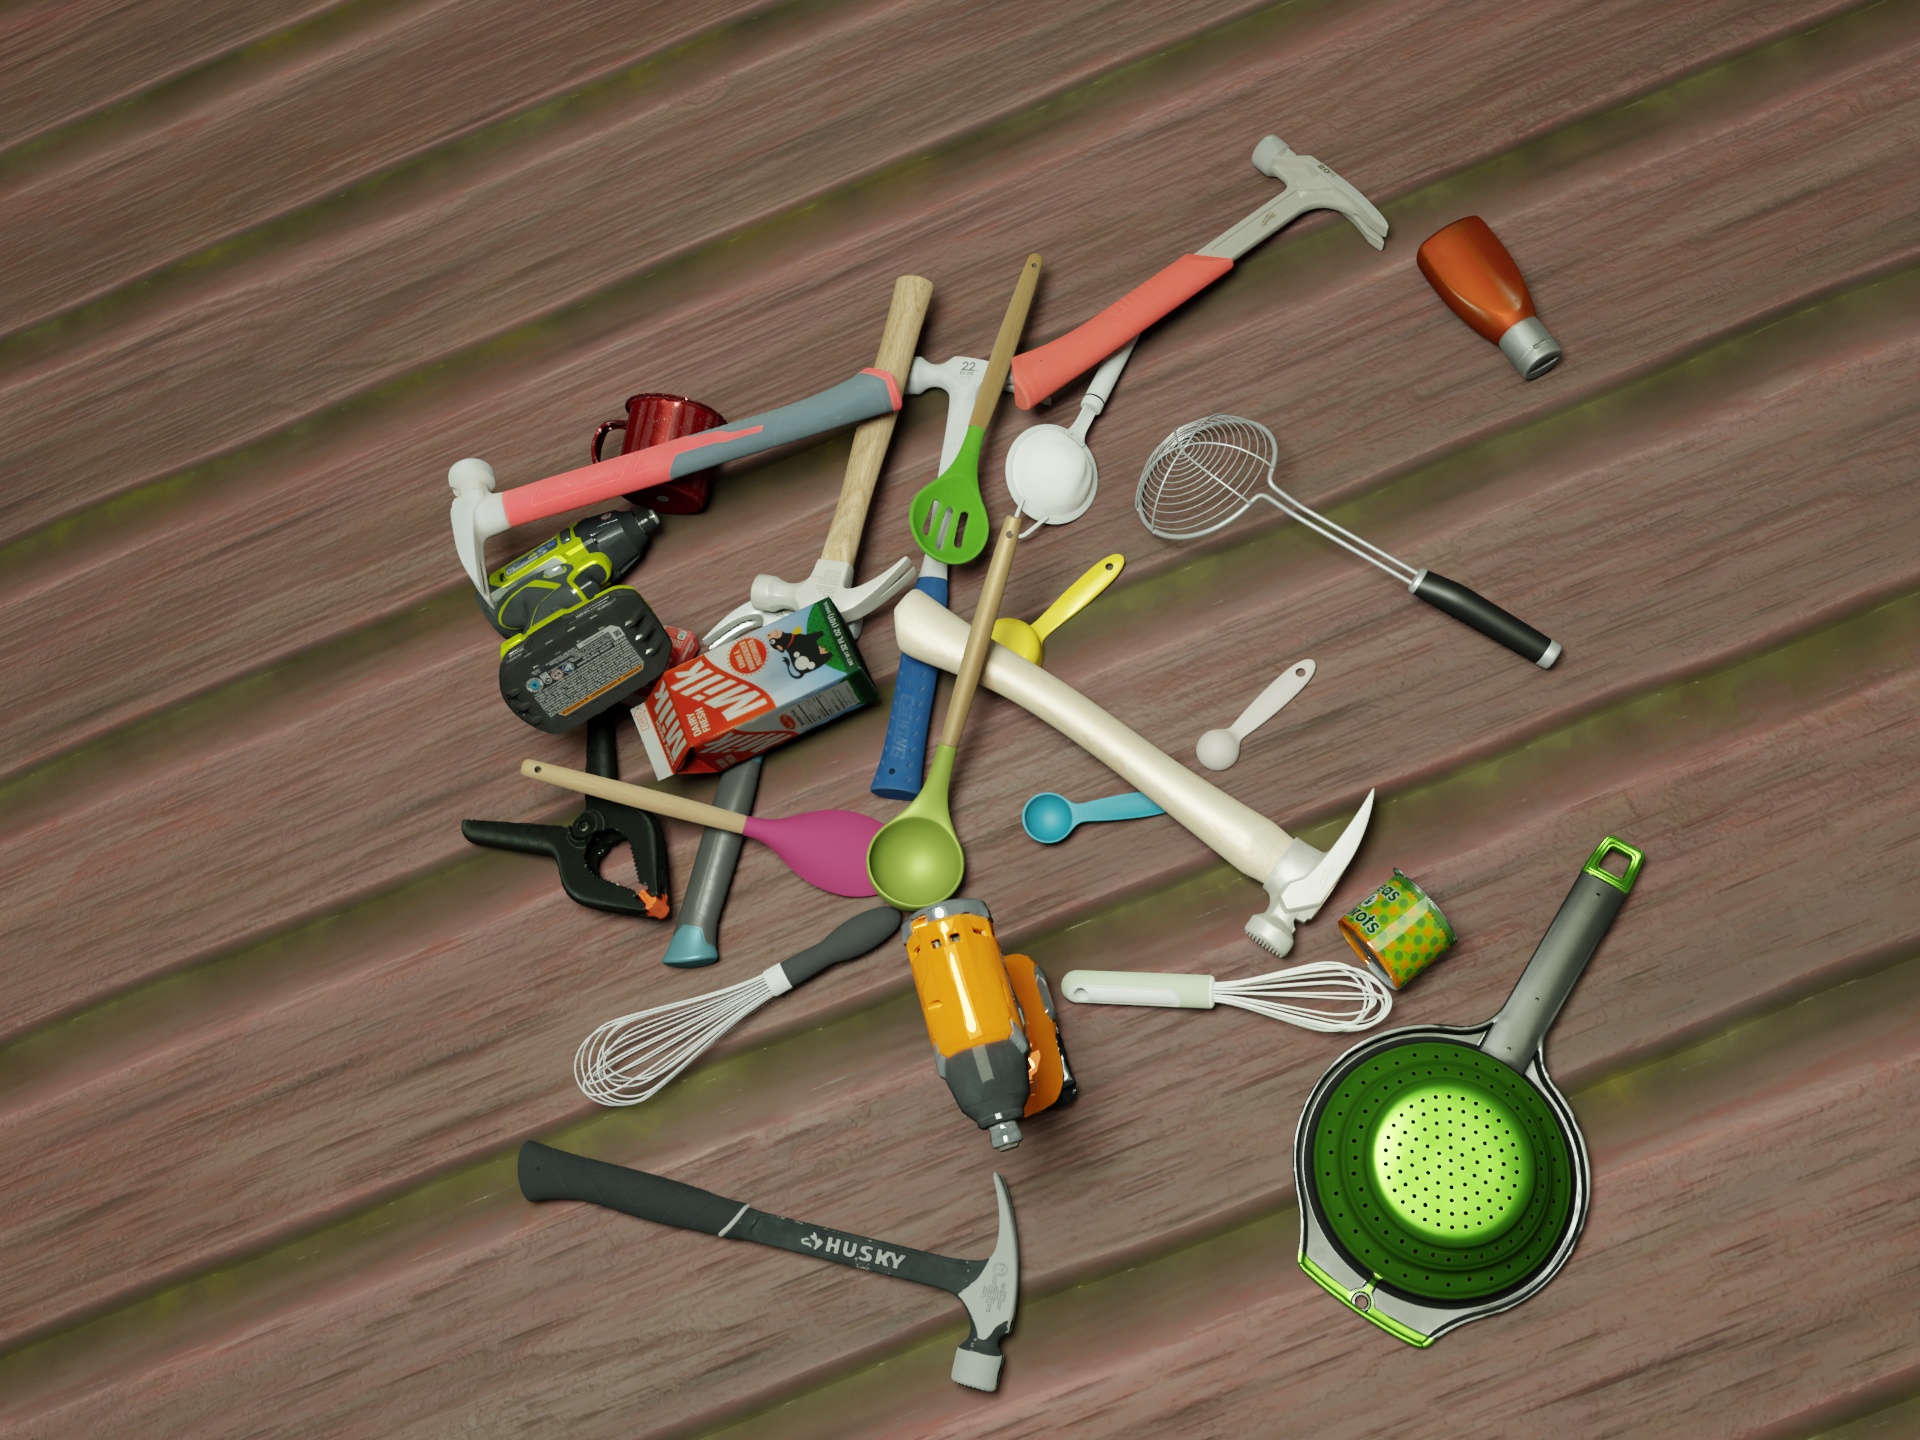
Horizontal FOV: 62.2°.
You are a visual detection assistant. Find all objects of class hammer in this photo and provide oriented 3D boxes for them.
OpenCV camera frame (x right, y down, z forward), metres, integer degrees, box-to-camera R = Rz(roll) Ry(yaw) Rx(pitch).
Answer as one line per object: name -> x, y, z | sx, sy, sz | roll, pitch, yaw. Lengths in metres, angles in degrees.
hammer -> -0.152, 0.379, 1.206 | 0.409, 0.036, 0.149 | 10, 72, 14
hammer -> -0.076, -0.237, 1.373 | 0.130, 0.031, 0.331 | 10, 73, 17
hammer -> 0.194, -0.373, 1.379 | 0.359, 0.036, 0.149 | -37, 67, -13
hammer -> 0.124, 0.009, 1.258 | 0.411, 0.038, 0.146 | 35, 83, 15
hammer -> -0.232, -0.208, 1.328 | 0.386, 0.038, 0.143 | -17, 57, -3
hammer -> -0.017, -0.130, 1.359 | 0.144, 0.035, 0.406 | 5, 72, 13
hammer -> -0.183, 0.047, 1.330 | 0.128, 0.033, 0.331 | 10, 73, 13

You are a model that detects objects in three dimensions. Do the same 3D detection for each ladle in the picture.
ladle -> -0.002, -0.004, 1.244 | 0.078, 0.062, 0.320 | 16, 99, -2

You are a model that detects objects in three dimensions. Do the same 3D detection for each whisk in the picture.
whisk -> -0.173, 0.222, 1.258 | 0.284, 0.070, 0.070 | -28, 68, -5
whisk -> 0.197, 0.205, 1.195 | 0.246, 0.057, 0.059 | 0, 33, 15

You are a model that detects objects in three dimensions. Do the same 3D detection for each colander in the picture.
colander -> 0.380, 0.242, 1.118 | 0.205, 0.094, 0.397 | 31, 79, 19

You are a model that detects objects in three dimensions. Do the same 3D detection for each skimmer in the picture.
skimmer -> 0.313, -0.136, 1.301 | 0.363, 0.090, 0.127 | 32, 77, 9

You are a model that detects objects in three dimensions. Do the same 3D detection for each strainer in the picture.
strainer -> 0.111, -0.268, 1.375 | 0.086, 0.050, 0.258 | 33, 69, -17

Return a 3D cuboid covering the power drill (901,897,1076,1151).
power drill -> 0.024, 0.227, 1.121 | 0.084, 0.226, 0.164 | -18, 69, 4

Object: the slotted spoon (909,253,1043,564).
slotted spoon -> 0.023, -0.270, 1.365 | 0.070, 0.031, 0.314 | 21, 71, -11

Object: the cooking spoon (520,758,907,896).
cooking spoon -> -0.199, 0.078, 1.287 | 0.319, 0.017, 0.069 | 15, 76, -2

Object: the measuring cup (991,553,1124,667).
measuring cup -> 0.076, -0.091, 1.329 | 0.156, 0.029, 0.062 | -41, 69, -3

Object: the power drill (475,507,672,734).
power drill -> -0.320, -0.097, 1.340 | 0.171, 0.080, 0.223 | -31, 35, 1

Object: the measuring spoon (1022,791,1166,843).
measuring spoon -> 0.113, 0.075, 1.275 | 0.128, 0.021, 0.042 | -8, 70, -1

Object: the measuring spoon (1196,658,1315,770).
measuring spoon -> 0.239, -0.009, 1.275 | 0.124, 0.018, 0.034 | -42, 68, -5
